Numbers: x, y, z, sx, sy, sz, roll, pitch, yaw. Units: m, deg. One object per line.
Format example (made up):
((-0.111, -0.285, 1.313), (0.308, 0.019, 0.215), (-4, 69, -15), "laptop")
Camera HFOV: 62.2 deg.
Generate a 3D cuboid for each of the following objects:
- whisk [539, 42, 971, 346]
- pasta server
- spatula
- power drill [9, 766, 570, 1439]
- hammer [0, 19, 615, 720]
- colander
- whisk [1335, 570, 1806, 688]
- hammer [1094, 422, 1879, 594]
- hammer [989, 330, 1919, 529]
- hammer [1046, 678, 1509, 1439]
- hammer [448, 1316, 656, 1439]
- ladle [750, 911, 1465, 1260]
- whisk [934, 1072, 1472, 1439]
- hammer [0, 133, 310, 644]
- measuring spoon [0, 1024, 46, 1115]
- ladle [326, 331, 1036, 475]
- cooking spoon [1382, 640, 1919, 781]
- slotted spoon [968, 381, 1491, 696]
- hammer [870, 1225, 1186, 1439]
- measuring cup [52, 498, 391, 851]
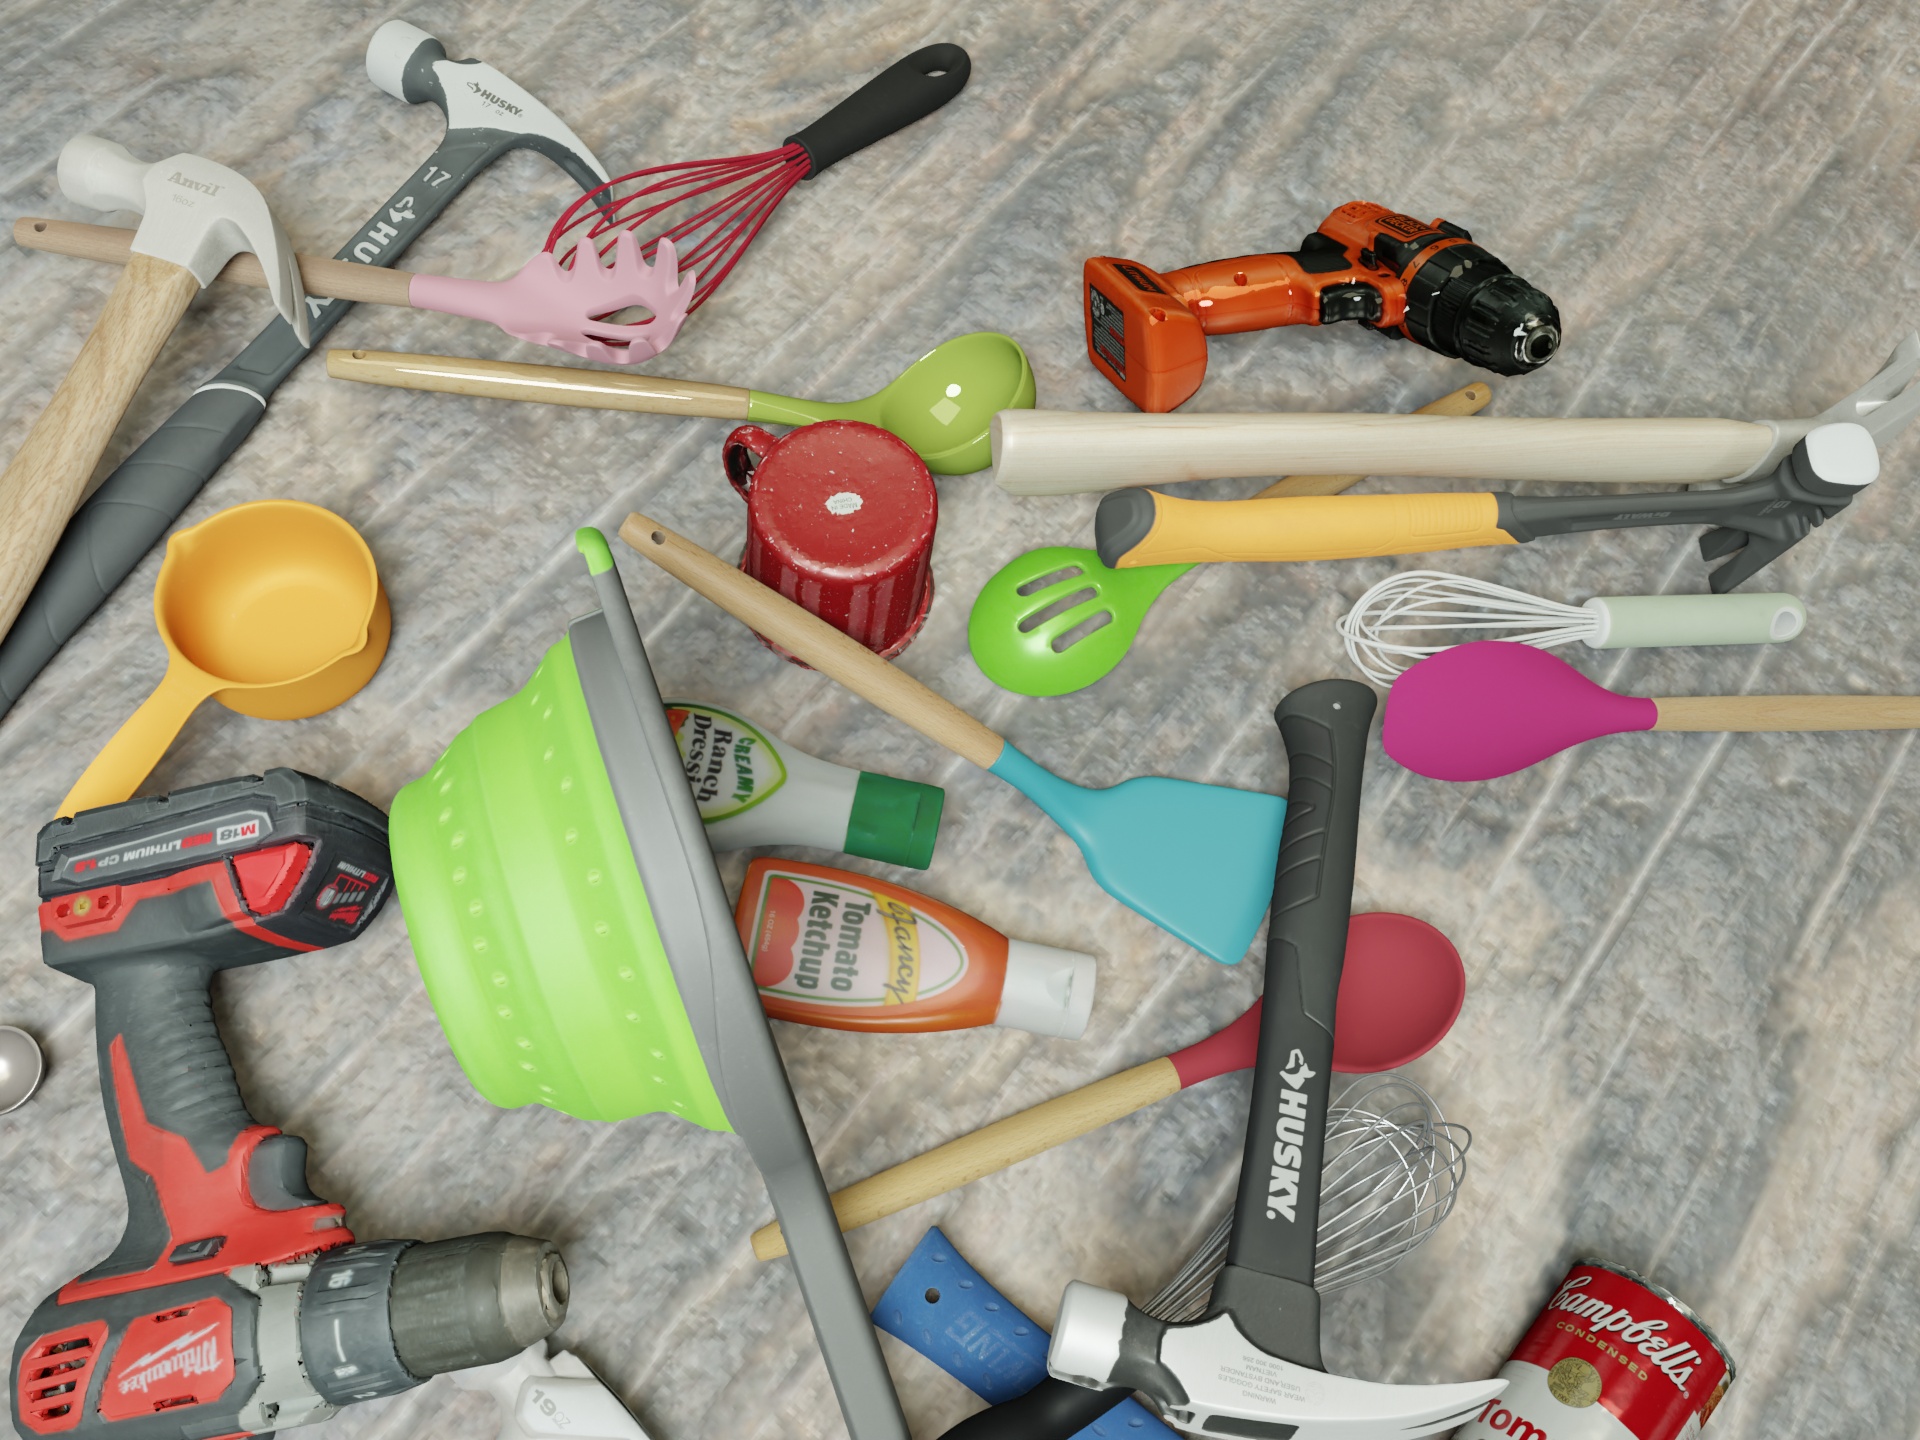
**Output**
((-0.094, -0.274, 0.800), (0.073, 0.073, 0.296), (42, 61, 10), "whisk")
((-0.271, -0.200, 0.707), (0.316, 0.040, 0.060), (9, 69, 3), "pasta server")
((-0.001, -0.002, 0.673), (0.317, 0.044, 0.082), (31, 69, -16), "spatula")
((-0.242, 0.137, 0.574), (0.188, 0.080, 0.227), (-12, 71, 4), "power drill")
((-0.318, -0.158, 0.731), (0.149, 0.036, 0.409), (29, 67, 4), "hammer")
((-0.102, 0.138, 0.537), (0.094, 0.204, 0.397), (-19, 100, -10), "colander")
((0.296, -0.047, 0.762), (0.246, 0.059, 0.057), (-2, 111, -13), "whisk")
((0.229, -0.090, 0.735), (0.337, 0.127, 0.034), (-3, 72, -4), "hammer")
((0.219, -0.129, 0.723), (0.410, 0.146, 0.038), (-2, 74, -10), "hammer")
((0.138, 0.110, 0.621), (0.146, 0.035, 0.335), (14, 50, 5), "hammer")
((-0.250, 0.377, 0.510), (0.143, 0.038, 0.386), (44, 69, 10), "hammer")
((0.065, 0.155, 0.652), (0.315, 0.031, 0.069), (-19, 55, -13), "ladle")
((0.087, 0.212, 0.583), (0.284, 0.070, 0.070), (-23, 71, -31), "whisk")
((-0.375, -0.089, 0.648), (0.130, 0.031, 0.331), (17, 73, 9), "hammer")
((-0.398, 0.164, 0.597), (0.124, 0.018, 0.034), (-42, 78, -14), "measuring spoon")
((-0.123, -0.157, 0.730), (0.320, 0.062, 0.078), (4, 51, -11), "ladle")
((0.347, -0.003, 0.750), (0.318, 0.017, 0.068), (-1, 109, -13), "cooking spoon")
((0.141, -0.100, 0.772), (0.314, 0.031, 0.070), (-28, 77, -19), "slotted spoon")
((0.137, 0.331, 0.574), (0.405, 0.035, 0.144), (35, 80, 10), "hammer")
((-0.308, -0.010, 0.660), (0.095, 0.052, 0.174), (29, 68, 5), "measuring cup")
